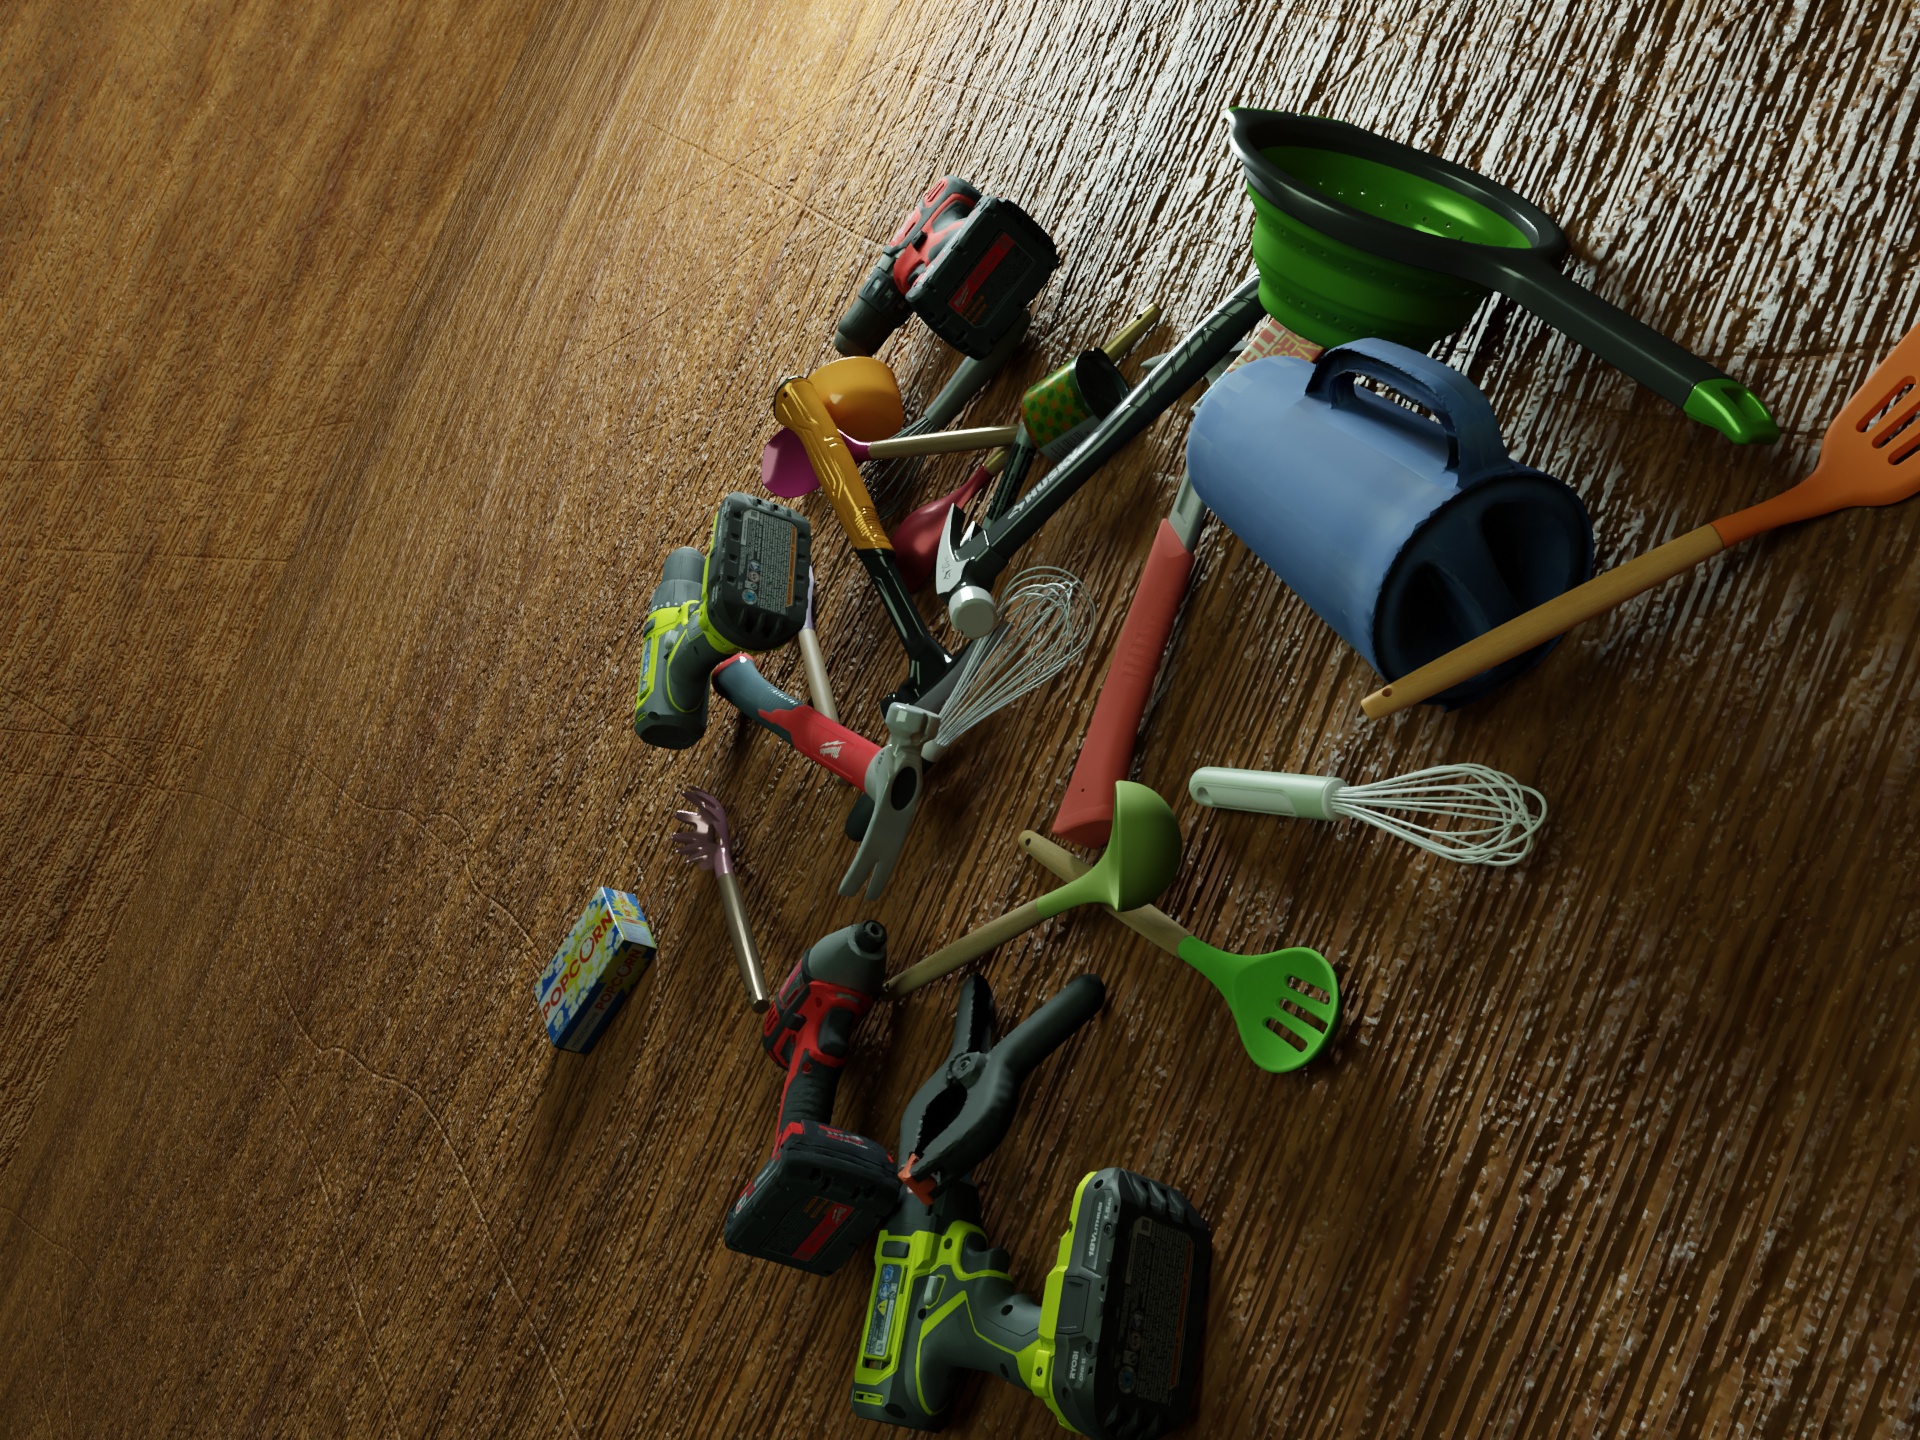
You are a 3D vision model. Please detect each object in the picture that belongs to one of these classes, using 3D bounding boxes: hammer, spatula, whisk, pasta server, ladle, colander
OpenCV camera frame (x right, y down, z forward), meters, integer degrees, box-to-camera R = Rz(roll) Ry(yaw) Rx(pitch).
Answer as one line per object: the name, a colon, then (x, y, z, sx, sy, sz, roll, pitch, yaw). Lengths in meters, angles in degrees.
hammer: (0.107, -0.202, 1.091, 0.334, 0.035, 0.146, -43, 26, 18)
spatula: (0.341, -0.083, 0.771, 0.322, 0.041, 0.081, -28, 47, 13)
hammer: (-0.130, 0.021, 1.282, 0.387, 0.038, 0.143, 26, 99, 60)
hammer: (-0.073, -0.158, 1.281, 0.127, 0.034, 0.337, -43, 58, 28)
whisk: (-0.024, -0.256, 1.345, 0.239, 0.055, 0.055, -48, 40, 15)
whisk: (0.215, 0.046, 0.885, 0.059, 0.057, 0.246, -40, 23, -27)
pasta server: (-0.192, 0.141, 1.281, 0.316, 0.040, 0.060, -123, 50, -61)
whisk: (-0.003, -0.005, 1.167, 0.284, 0.070, 0.070, -48, 40, 28)
ladle: (0.042, -0.215, 1.260, 0.315, 0.031, 0.069, -42, 45, 24)
colander: (0.279, -0.226, 0.892, 0.398, 0.204, 0.094, 54, 139, 41)
ladle: (0.028, 0.127, 1.027, 0.320, 0.062, 0.078, -36, 42, 44)
hammer: (0.129, -0.089, 1.073, 0.149, 0.036, 0.359, 9, 76, 52)
spatula: (-0.130, -0.056, 1.379, 0.059, 0.018, 0.316, -46, 39, 24)

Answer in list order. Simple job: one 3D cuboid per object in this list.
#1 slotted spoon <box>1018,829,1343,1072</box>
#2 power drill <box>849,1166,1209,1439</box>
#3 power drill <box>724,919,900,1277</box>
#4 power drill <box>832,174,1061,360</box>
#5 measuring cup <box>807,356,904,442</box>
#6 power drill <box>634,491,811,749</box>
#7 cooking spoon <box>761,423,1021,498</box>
slotted spoon: (0.123, 0.125, 0.964, 0.314, 0.031, 0.070, 30, 93, 55)
power drill: (0.031, 0.324, 0.918, 0.223, 0.080, 0.171, -18, 52, 47)
power drill: (-0.091, 0.243, 1.071, 0.143, 0.078, 0.220, -55, 22, 35)
power drill: (-0.024, -0.372, 1.360, 0.188, 0.080, 0.227, -50, 28, 6)
measuring cup: (-0.111, -0.248, 1.432, 0.173, 0.095, 0.052, -54, 45, 46)
power drill: (-0.213, -0.100, 1.371, 0.228, 0.080, 0.191, -36, 46, 51)
cooking spoon: (-0.052, -0.224, 1.310, 0.319, 0.017, 0.069, 1, 84, 40)
